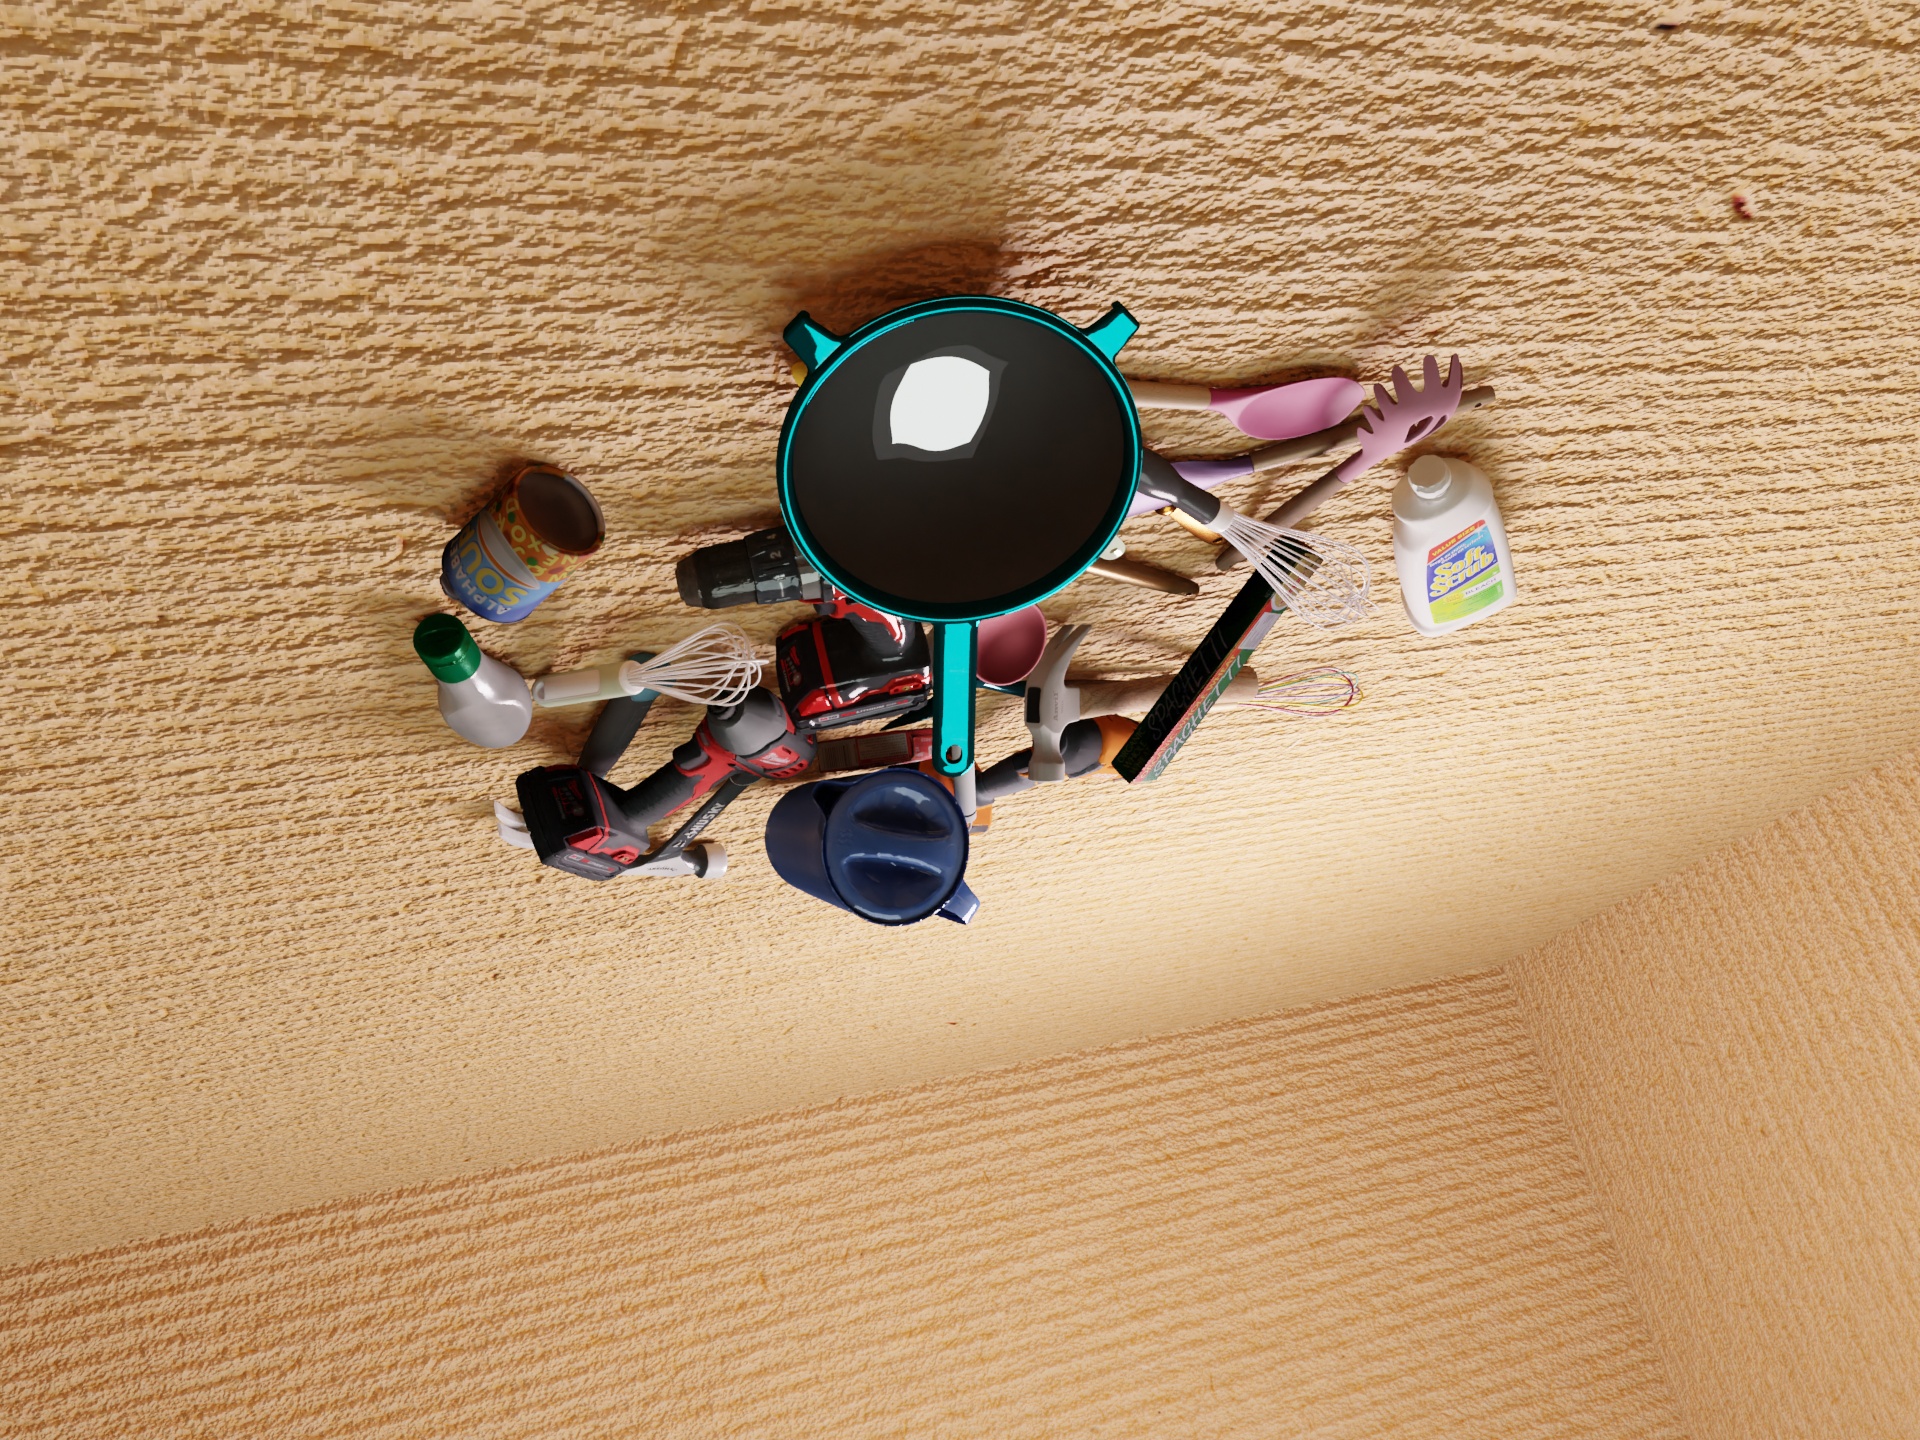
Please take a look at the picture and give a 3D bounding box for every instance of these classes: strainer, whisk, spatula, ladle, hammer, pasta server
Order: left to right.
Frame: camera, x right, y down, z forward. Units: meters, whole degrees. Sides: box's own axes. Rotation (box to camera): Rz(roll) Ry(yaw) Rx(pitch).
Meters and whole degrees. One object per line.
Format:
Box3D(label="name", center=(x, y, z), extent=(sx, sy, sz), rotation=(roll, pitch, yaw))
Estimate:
Box3D(label="hammer", center=(-0.304, 0.034, 1.336), extent=(0.128, 0.033, 0.331), rotation=(-3, 155, -30))
Box3D(label="whisk", center=(-0.229, -0.031, 1.132), extent=(0.246, 0.058, 0.059), rotation=(-6, 179, 40))
Box3D(label="hammer", center=(-0.209, 0.056, 1.453), extent=(0.149, 0.036, 0.409), rotation=(2, 152, -35))
Box3D(label="strainer", center=(-0.006, -0.119, 0.982), extent=(0.211, 0.095, 0.340), rotation=(-4, 130, -6))
Box3D(label="strainer", center=(-0.002, -0.004, 1.327), extent=(0.087, 0.050, 0.258), rotation=(-41, 140, -40))
Box3D(label="ladle", center=(0.014, -0.127, 1.104), extent=(0.069, 0.031, 0.315), rotation=(-30, 147, -10))
Box3D(label="spatula", center=(0.079, -0.018, 1.448), extent=(0.317, 0.044, 0.082), rotation=(-1, 173, -30))
Box3D(label="hammer", center=(0.171, -0.026, 1.439), extent=(0.031, 0.130, 0.331), rotation=(5, -172, 42))
Box3D(label="whisk", center=(0.211, -0.139, 1.180), extent=(0.284, 0.070, 0.070), rotation=(25, 138, -33))
Box3D(label="whisk", center=(0.295, -0.022, 1.595), extent=(0.245, 0.047, 0.051), rotation=(-5, 157, -17))
Box3D(label="spatula", center=(0.238, -0.198, 1.168), extent=(0.316, 0.018, 0.059), rotation=(-15, 154, 1))
Box3D(label="pasta server", center=(0.268, -0.179, 1.180), extent=(0.060, 0.040, 0.316), rotation=(-8, 167, -22))

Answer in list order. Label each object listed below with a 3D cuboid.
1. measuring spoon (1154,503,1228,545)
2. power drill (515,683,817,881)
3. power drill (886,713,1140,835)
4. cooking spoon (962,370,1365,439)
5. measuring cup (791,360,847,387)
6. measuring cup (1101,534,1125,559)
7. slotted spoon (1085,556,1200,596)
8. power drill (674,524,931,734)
Box3D(label="measuring spoon", center=(0.183, -0.153, 1.246), extent=(0.021, 0.011, 0.116), rotation=(-27, 155, 27))
Box3D(label="power drill", center=(-0.232, 0.041, 1.267), extent=(0.219, 0.079, 0.143), rotation=(-27, 160, 8))
Box3D(label="power drill", center=(0.045, 0.046, 1.489), extent=(0.226, 0.084, 0.164), rotation=(-20, 166, 28))
Box3D(label="cooking spoon", center=(0.142, -0.216, 1.059), extent=(0.318, 0.017, 0.068), rotation=(-3, 153, -30))
Box3D(label="measuring cup", center=(-0.060, -0.180, 0.991), extent=(0.062, 0.029, 0.156), rotation=(-24, 158, 18))
Box3D(label="measuring cup", center=(0.084, -0.153, 1.145), extent=(0.083, 0.038, 0.167), rotation=(-33, 160, 13))
Box3D(label="slotted spoon", center=(0.096, -0.126, 1.234), extent=(0.070, 0.031, 0.313), rotation=(-37, 152, 32))
Box3D(label="power drill", center=(-0.103, -0.076, 1.157), extent=(0.188, 0.080, 0.226), rotation=(-12, 155, -8))
